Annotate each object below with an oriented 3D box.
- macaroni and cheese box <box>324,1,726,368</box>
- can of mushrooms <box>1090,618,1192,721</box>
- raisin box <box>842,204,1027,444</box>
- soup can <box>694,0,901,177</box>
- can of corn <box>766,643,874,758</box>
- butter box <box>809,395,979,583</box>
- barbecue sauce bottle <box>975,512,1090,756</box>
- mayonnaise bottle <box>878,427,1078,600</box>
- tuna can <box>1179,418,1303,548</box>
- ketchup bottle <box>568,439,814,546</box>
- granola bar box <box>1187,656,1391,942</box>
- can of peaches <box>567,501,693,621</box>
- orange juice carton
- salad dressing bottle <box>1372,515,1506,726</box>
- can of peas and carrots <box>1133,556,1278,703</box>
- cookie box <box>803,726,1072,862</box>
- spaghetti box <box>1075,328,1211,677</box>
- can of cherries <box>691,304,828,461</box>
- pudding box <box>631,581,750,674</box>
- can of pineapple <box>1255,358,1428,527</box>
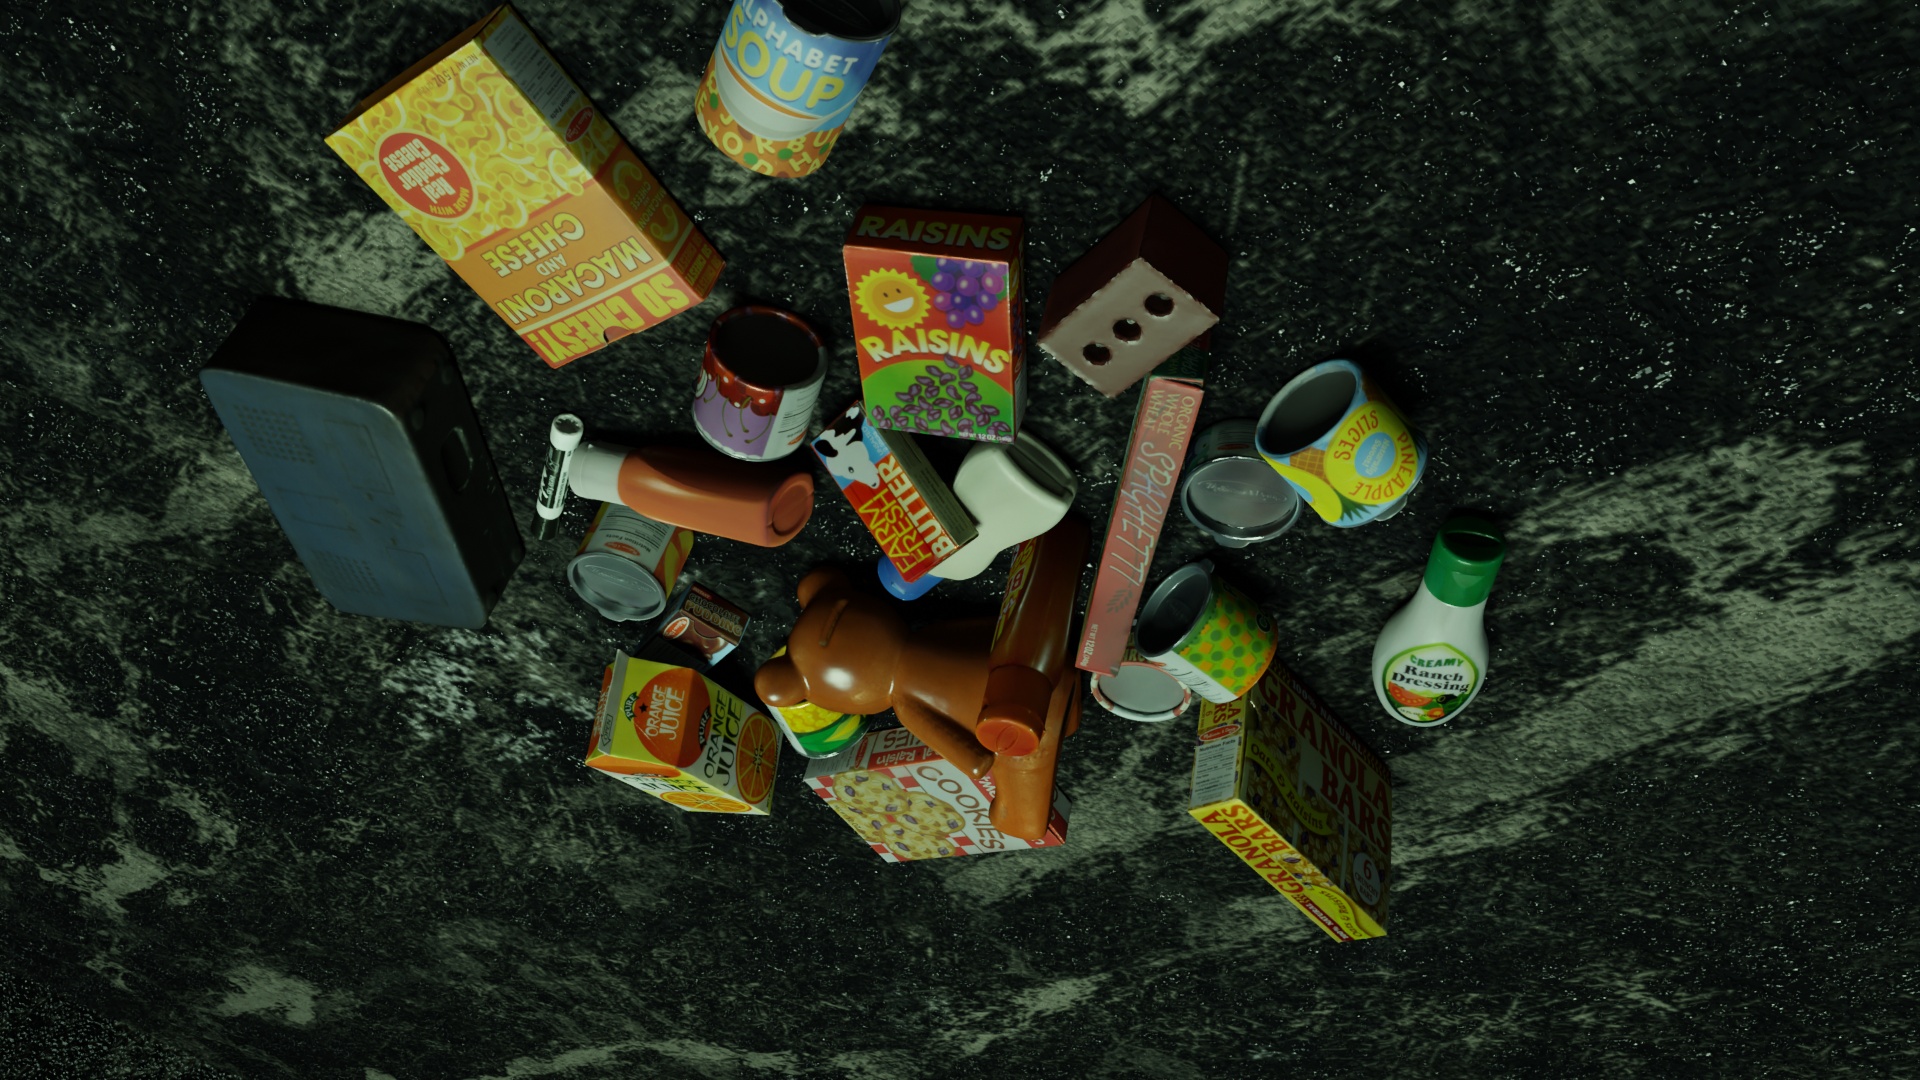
[{"bbox_3d":[-0.223,-0.175,0.721,0.123,0.040,0.166,-16,129,33],"label":"macaroni and cheese box"},{"bbox_3d":[0.118,0.085,0.901,0.071,0.034,0.070,10,139,9],"label":"can of mushrooms"},{"bbox_3d":[-0.010,-0.111,0.722,0.086,0.040,0.122,8,140,11],"label":"raisin box"},{"bbox_3d":[-0.074,-0.210,0.608,0.071,0.072,0.083,27,138,-12],"label":"soup can"},{"bbox_3d":[-0.099,0.108,0.977,0.071,0.071,0.058,-4,135,22],"label":"can of corn"},{"bbox_3d":[-0.038,-0.030,0.798,0.053,0.024,0.103,-35,90,44],"label":"butter box"},{"bbox_3d":[0.042,0.054,0.803,0.044,0.149,0.064,20,139,-4],"label":"barbecue sauce bottle"},{"bbox_3d":[0.003,-0.010,0.828,0.064,0.041,0.147,39,136,-13],"label":"mayonnaise bottle"},{"bbox_3d":[0.154,-0.031,0.760,0.071,0.033,0.070,10,139,9],"label":"tuna can"},{"bbox_3d":[-0.168,-0.033,0.848,0.149,0.065,0.043,11,116,20],"label":"ketchup bottle"},{"bbox_3d":[0.214,0.158,0.880,0.039,0.125,0.165,-25,124,38],"label":"granola bar box"},{"bbox_3d":[-0.216,0.011,0.912,0.071,0.058,0.071,9,139,8],"label":"can of peaches"},{"bbox_3d":[-0.203,0.140,0.995,0.073,0.072,0.192,-1,157,19],"label":"orange juice carton"},{"bbox_3d":[0.277,0.048,0.798,0.064,0.044,0.146,9,138,11],"label":"salad dressing bottle"},{"bbox_3d":[0.149,0.054,0.833,0.058,0.071,0.070,35,136,-20],"label":"can of peas and carrots"},{"bbox_3d":[-0.017,0.193,1.061,0.167,0.040,0.122,-13,131,30],"label":"cookie box"},{"bbox_3d":[0.100,-0.016,0.782,0.029,0.050,0.248,12,139,4],"label":"spaghetti box"},{"bbox_3d":[-0.112,-0.088,0.761,0.071,0.072,0.058,21,139,-5],"label":"can of cherries"},{"bbox_3d":[-0.192,0.069,0.990,0.049,0.030,0.083,34,136,-17],"label":"pudding box"},{"bbox_3d":[0.192,-0.049,0.699,0.058,0.071,0.070,40,134,-25],"label":"can of pineapple"}]
